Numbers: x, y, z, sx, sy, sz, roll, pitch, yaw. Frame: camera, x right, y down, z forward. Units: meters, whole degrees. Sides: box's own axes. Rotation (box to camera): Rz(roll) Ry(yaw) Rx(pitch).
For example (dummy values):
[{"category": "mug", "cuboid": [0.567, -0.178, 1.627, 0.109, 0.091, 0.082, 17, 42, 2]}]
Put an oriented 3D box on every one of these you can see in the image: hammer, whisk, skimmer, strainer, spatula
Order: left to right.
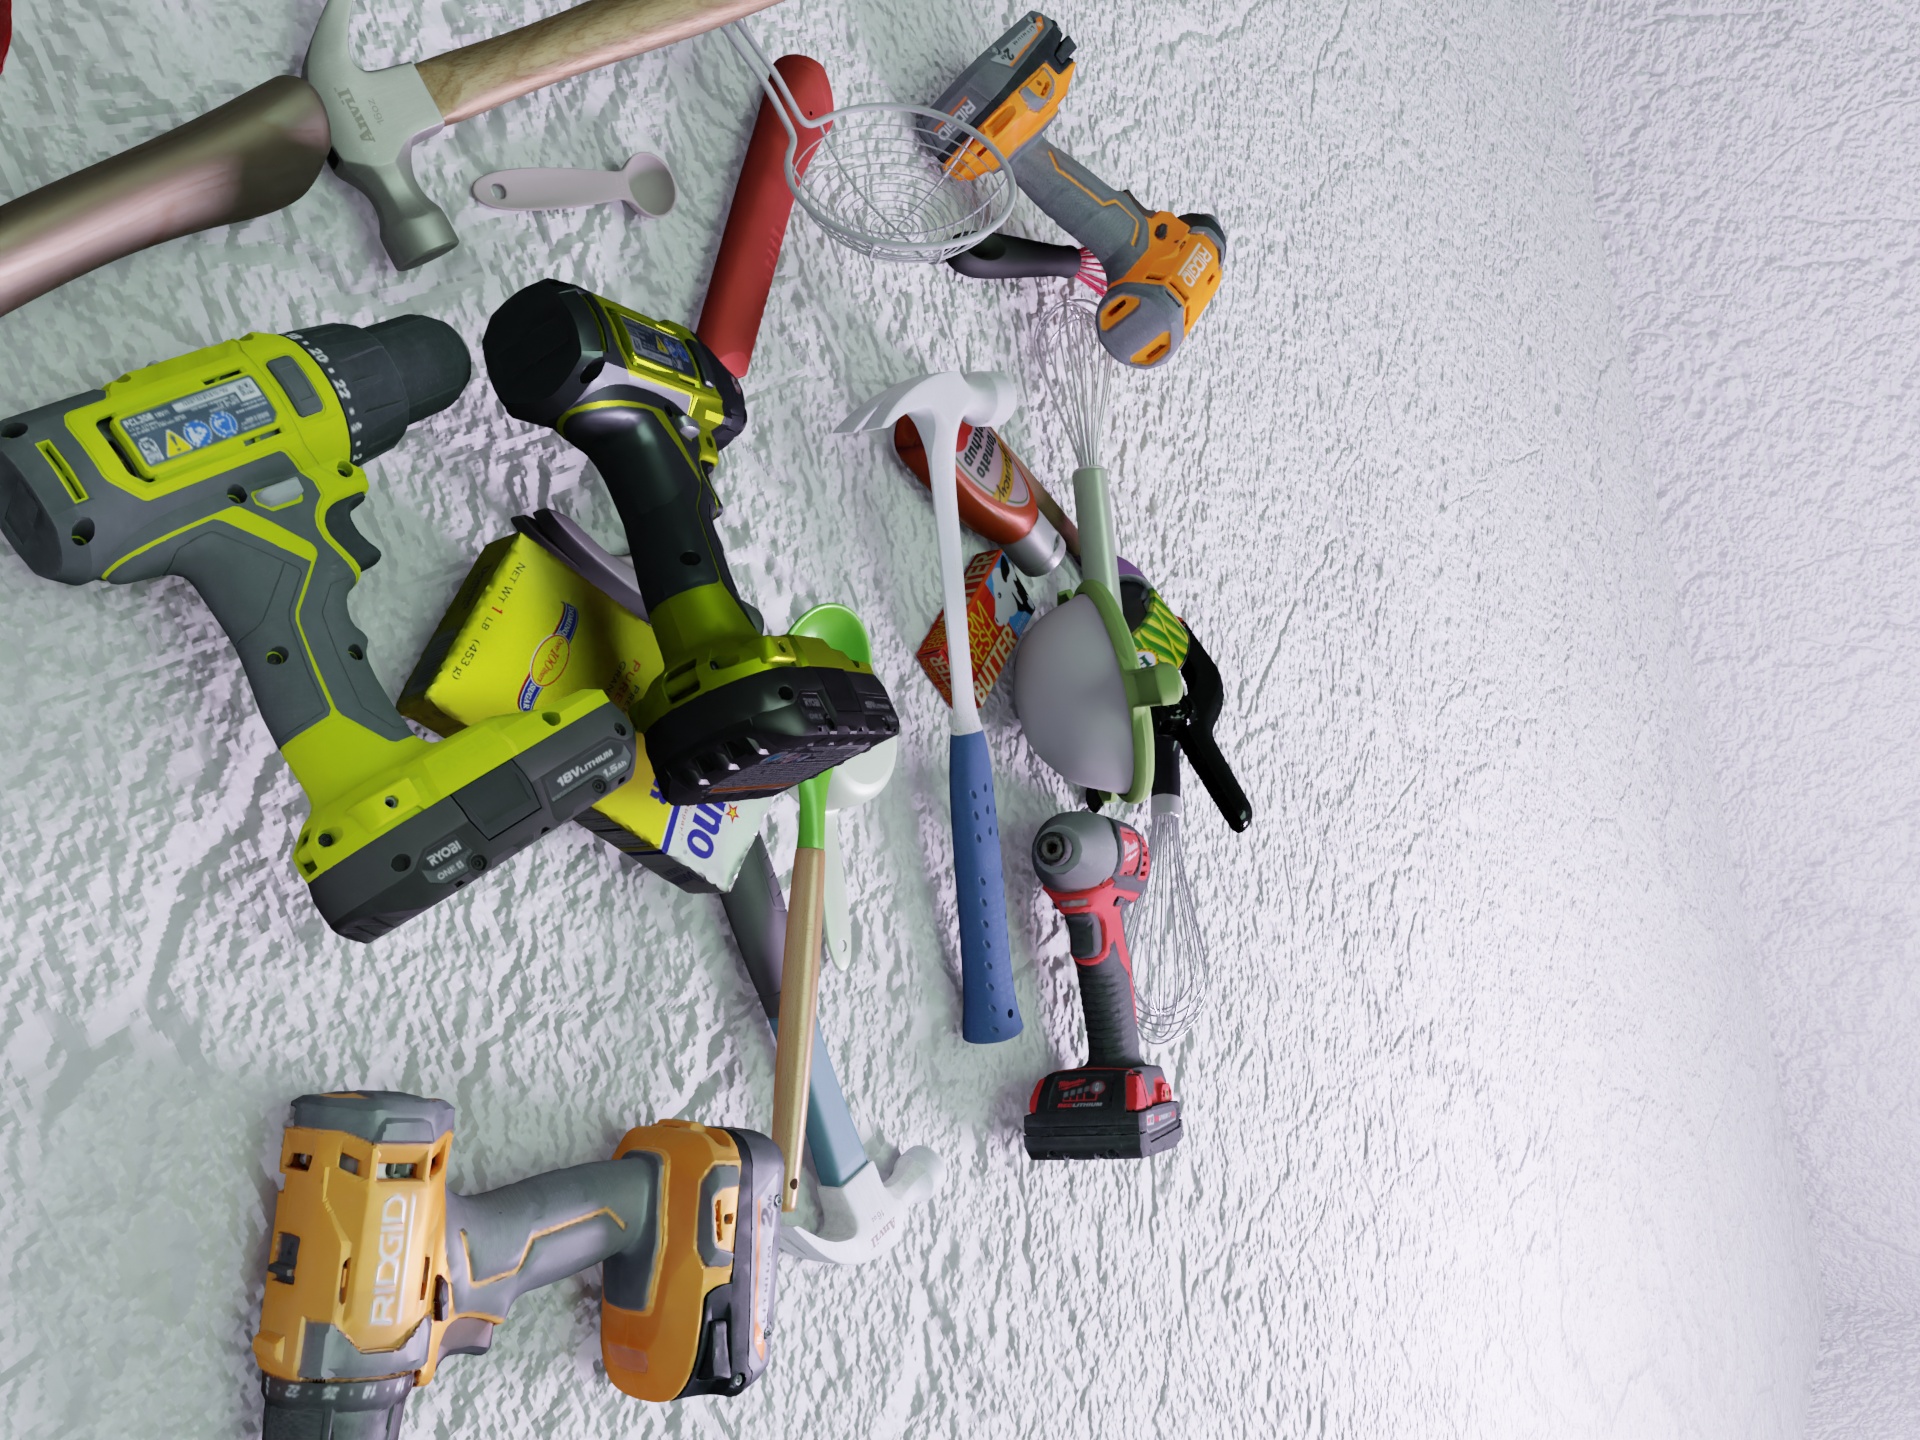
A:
[{"category": "hammer", "cuboid": [-0.348, -0.136, 0.515, 0.146, 0.038, 0.411, 110, 8, -45]}, {"category": "hammer", "cuboid": [-0.157, -0.339, 0.763, 0.331, 0.031, 0.130, -35, 107, -27]}, {"category": "hammer", "cuboid": [-0.132, -0.221, 0.864, 0.149, 0.037, 0.359, 34, 59, -45]}, {"category": "skimmer", "cuboid": [-0.112, -0.392, 0.832, 0.363, 0.090, 0.127, 50, 53, -23]}, {"category": "hammer", "cuboid": [-0.095, 0.140, 0.851, 0.128, 0.033, 0.331, -32, 109, -51]}, {"category": "hammer", "cuboid": [-0.002, -0.003, 0.954, 0.144, 0.035, 0.405, -18, 105, -54]}, {"category": "spatula", "cuboid": [0.072, -0.139, 1.129, 0.315, 0.018, 0.060, 42, 56, -42]}, {"category": "whisk", "cuboid": [0.091, -0.333, 1.160, 0.295, 0.073, 0.073, -13, 94, -47]}, {"category": "strainer", "cuboid": [0.078, -0.013, 0.990, 0.256, 0.069, 0.151, 173, -95, -84]}, {"category": "whisk", "cuboid": [0.089, -0.182, 1.117, 0.059, 0.058, 0.246, 28, 56, -75]}, {"category": "whisk", "cuboid": [0.150, 0.094, 1.162, 0.070, 0.070, 0.285, 30, 56, -46]}]

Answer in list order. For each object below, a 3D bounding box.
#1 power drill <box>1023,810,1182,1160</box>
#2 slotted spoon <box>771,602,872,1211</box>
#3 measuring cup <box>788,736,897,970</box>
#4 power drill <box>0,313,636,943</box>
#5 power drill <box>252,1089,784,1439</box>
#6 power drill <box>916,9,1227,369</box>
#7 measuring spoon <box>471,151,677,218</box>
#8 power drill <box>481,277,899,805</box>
[{"category": "power drill", "cuboid": [0.086, 0.168, 1.030, 0.143, 0.078, 0.220, 24, 61, -66]}, {"category": "slotted spoon", "cuboid": [-0.082, 0.092, 0.829, 0.070, 0.031, 0.314, 16, 72, -47]}, {"category": "measuring cup", "cuboid": [-0.064, 0.057, 0.900, 0.083, 0.038, 0.167, 2, 81, -52]}, {"category": "power drill", "cuboid": [-0.231, -0.048, 0.627, 0.190, 0.080, 0.228, -37, 97, -42]}, {"category": "power drill", "cuboid": [-0.187, 0.255, 0.676, 0.226, 0.084, 0.185, 17, 71, -46]}, {"category": "power drill", "cuboid": [0.092, -0.367, 1.093, 0.226, 0.084, 0.164, 45, 48, -13]}, {"category": "measuring spoon", "cuboid": [-0.197, -0.269, 0.809, 0.124, 0.018, 0.034, -22, 103, -45]}, {"category": "power drill", "cuboid": [-0.115, -0.080, 0.726, 0.223, 0.080, 0.171, 67, 19, 9]}]
